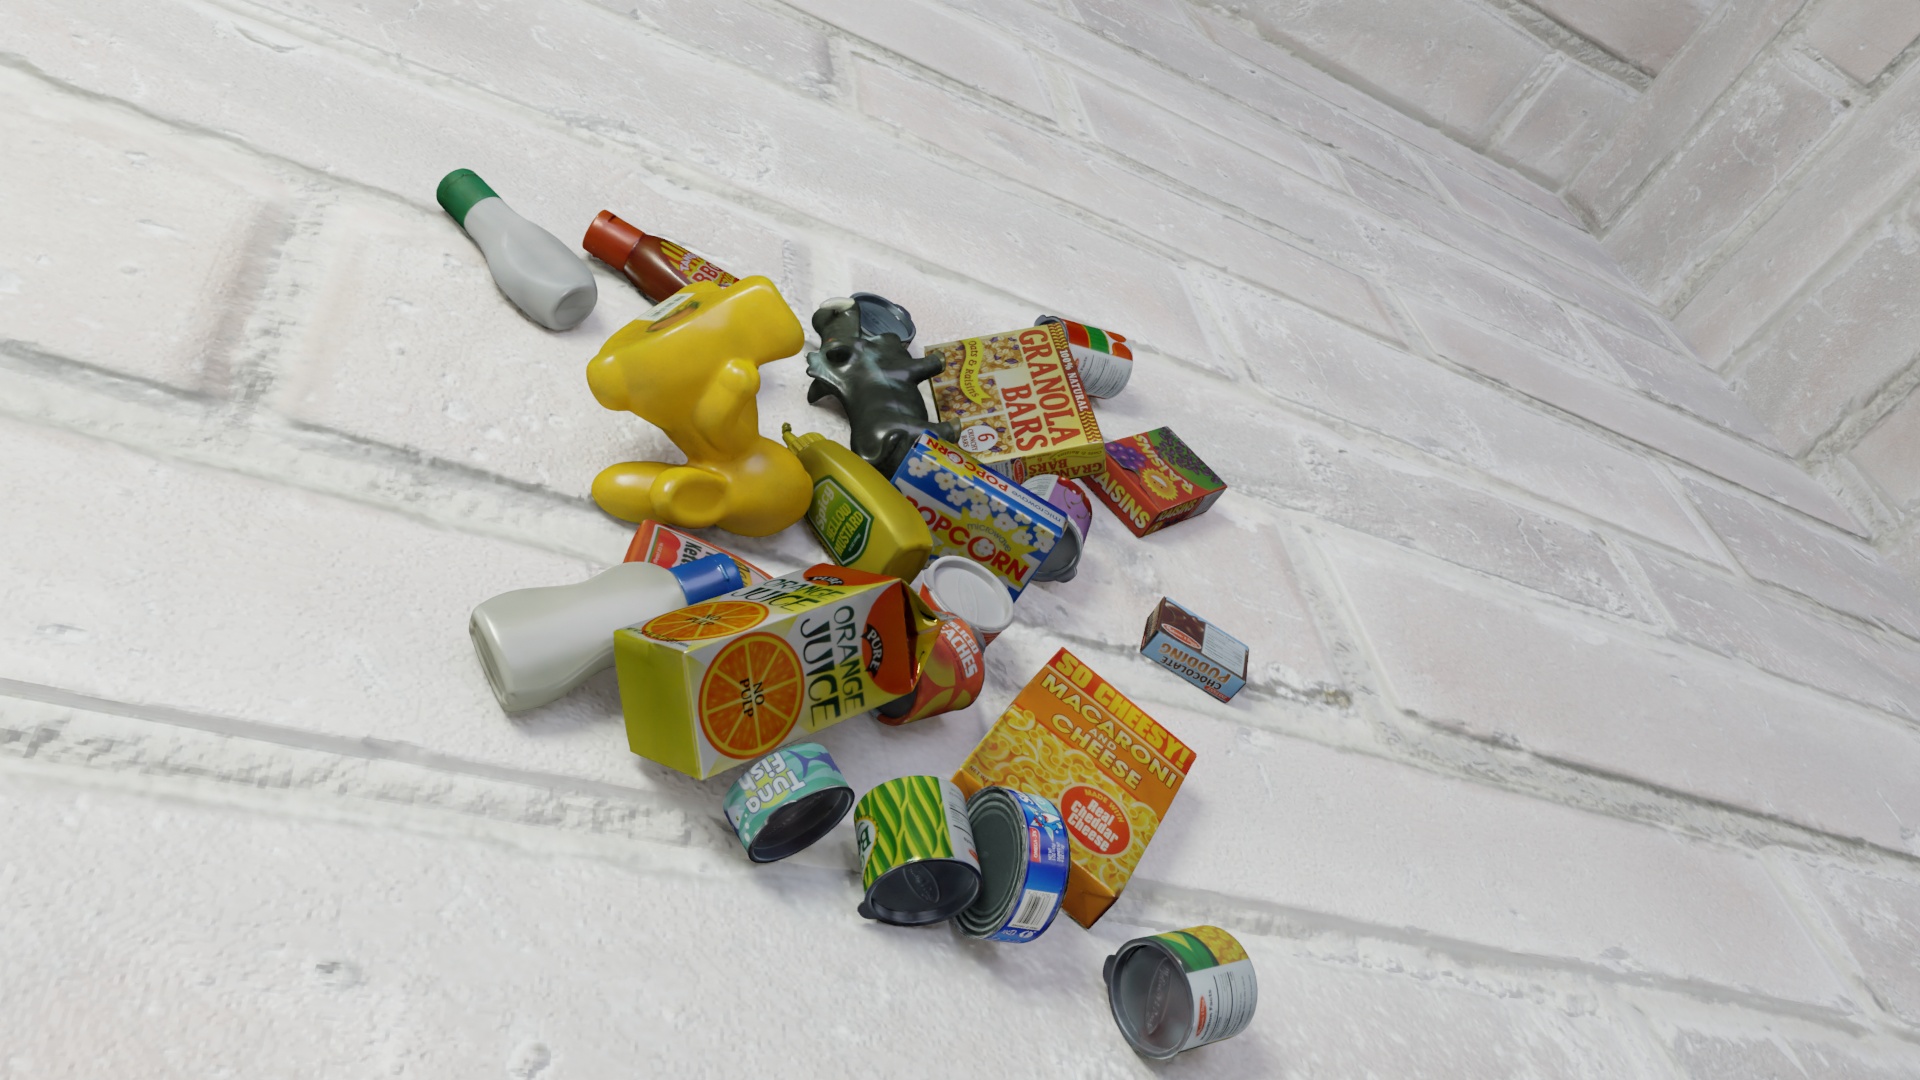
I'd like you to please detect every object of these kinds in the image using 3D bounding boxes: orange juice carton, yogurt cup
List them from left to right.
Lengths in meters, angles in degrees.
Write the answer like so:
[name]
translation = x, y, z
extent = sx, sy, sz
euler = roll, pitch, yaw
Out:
[orange juice carton]
translation = -0.094, 0.064, 0.796
extent = 0.193, 0.072, 0.072
euler = -18, 19, -42
[yogurt cup]
translation = -0.004, 0.053, 0.959
extent = 0.072, 0.053, 0.073
euler = 23, 36, -17

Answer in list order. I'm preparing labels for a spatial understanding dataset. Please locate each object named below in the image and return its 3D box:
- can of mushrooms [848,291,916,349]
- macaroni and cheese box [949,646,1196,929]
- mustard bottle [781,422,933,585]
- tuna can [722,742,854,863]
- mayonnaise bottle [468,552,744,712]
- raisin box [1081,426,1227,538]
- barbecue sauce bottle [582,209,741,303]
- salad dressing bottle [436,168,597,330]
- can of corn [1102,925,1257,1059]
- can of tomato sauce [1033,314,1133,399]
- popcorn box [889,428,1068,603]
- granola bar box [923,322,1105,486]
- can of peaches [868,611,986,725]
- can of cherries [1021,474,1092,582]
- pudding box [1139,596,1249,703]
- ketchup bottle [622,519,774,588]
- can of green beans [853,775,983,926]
[can of mushrooms]
translation = -0.073, -0.183, 1.210
extent = 0.071, 0.033, 0.071
euler = 22, 35, -17
[macaroni and cheese box]
translation = 0.073, 0.156, 0.911
extent = 0.124, 0.040, 0.167
euler = 39, 34, 7
[mustard bottle]
translation = -0.086, -0.031, 0.990
extent = 0.049, 0.065, 0.160
euler = -5, 44, -51
[tuna can]
translation = -0.095, 0.143, 0.758
extent = 0.071, 0.070, 0.033
euler = -7, 50, -45
[mayonnaise bottle]
translation = -0.195, 0.045, 0.786
extent = 0.149, 0.041, 0.065
euler = -19, 72, -33
[raisin box]
translation = 0.175, -0.055, 1.257
extent = 0.086, 0.040, 0.124
euler = 49, 37, 19
[barbecue sauce bottle]
translation = -0.226, -0.209, 1.103
extent = 0.148, 0.043, 0.065
euler = 30, 30, -6
[salad dressing bottle]
translation = -0.330, -0.218, 1.028
extent = 0.148, 0.043, 0.064
euler = 45, 37, 17
[can of corn]
translation = 0.128, 0.260, 0.808
extent = 0.058, 0.070, 0.071
euler = 3, 45, -39
[can of tomato sauce]
translation = 0.113, -0.175, 1.328
extent = 0.083, 0.071, 0.071
euler = 8, 42, -35
[popcorn box]
translation = 0.004, -0.013, 1.019
extent = 0.127, 0.084, 0.038
euler = 31, 33, -5
[granola bar box]
translation = 0.042, -0.110, 1.161
extent = 0.124, 0.038, 0.166
euler = -11, 44, -2
[can of peaches]
translation = -0.026, 0.081, 0.892
extent = 0.058, 0.071, 0.071
euler = -8, 52, -44
[can of cherries]
translation = 0.068, -0.008, 1.088
extent = 0.071, 0.071, 0.059
euler = 32, 33, -4
[pudding box]
translation = 0.186, 0.086, 1.101
extent = 0.084, 0.030, 0.050
euler = 31, 35, -5
[ketchup bottle]
translation = -0.140, 0.041, 0.868
extent = 0.149, 0.043, 0.065
euler = 23, 45, -17
[can of green beans]
translation = -0.025, 0.174, 0.782
extent = 0.071, 0.071, 0.058
euler = 15, 37, -26
